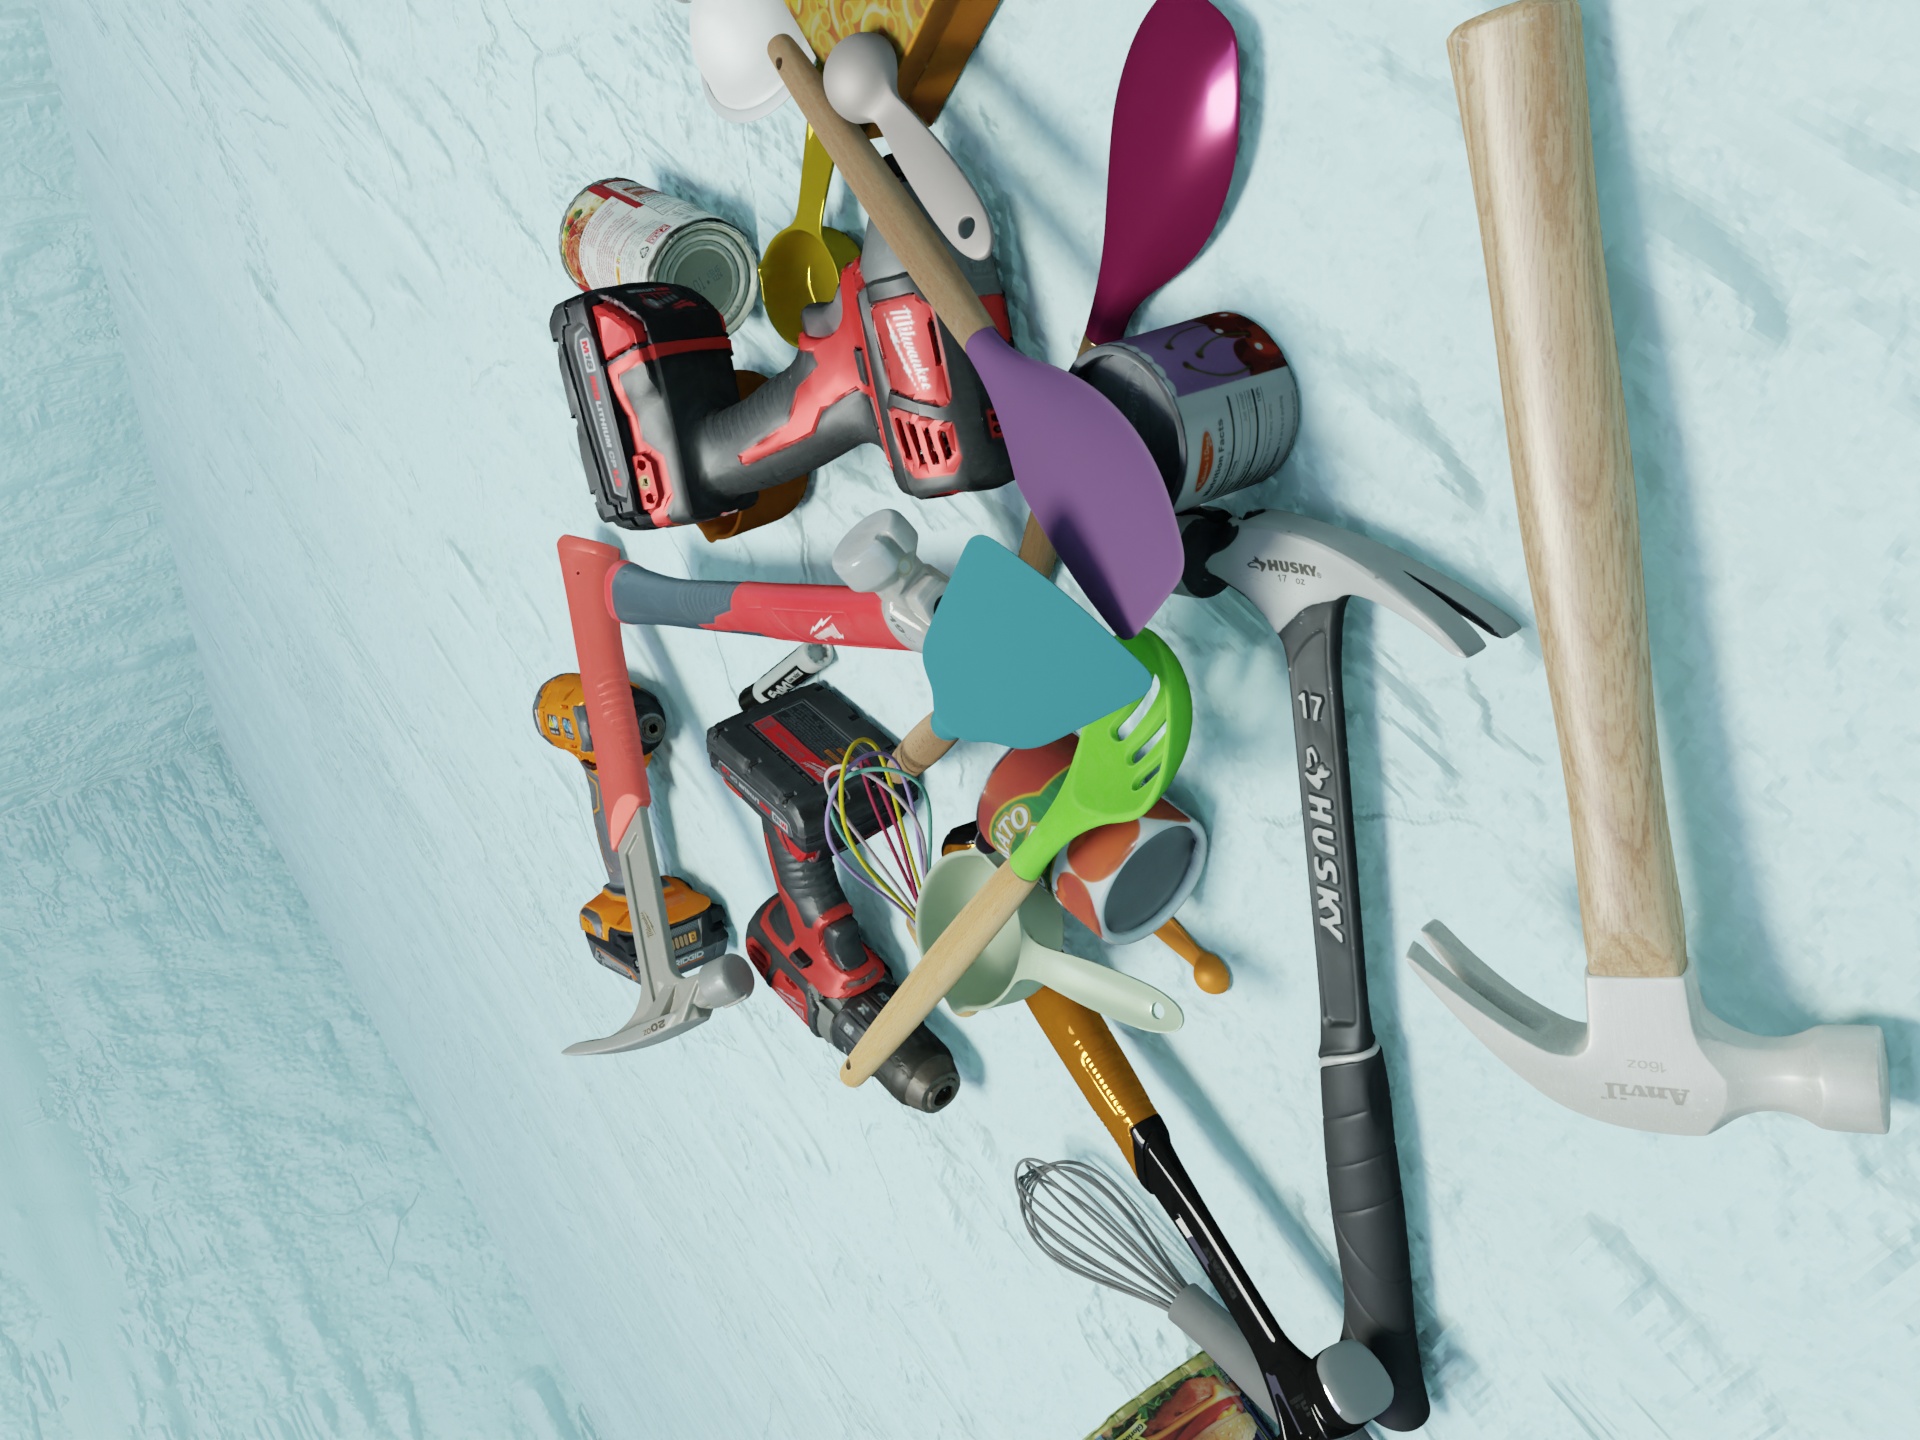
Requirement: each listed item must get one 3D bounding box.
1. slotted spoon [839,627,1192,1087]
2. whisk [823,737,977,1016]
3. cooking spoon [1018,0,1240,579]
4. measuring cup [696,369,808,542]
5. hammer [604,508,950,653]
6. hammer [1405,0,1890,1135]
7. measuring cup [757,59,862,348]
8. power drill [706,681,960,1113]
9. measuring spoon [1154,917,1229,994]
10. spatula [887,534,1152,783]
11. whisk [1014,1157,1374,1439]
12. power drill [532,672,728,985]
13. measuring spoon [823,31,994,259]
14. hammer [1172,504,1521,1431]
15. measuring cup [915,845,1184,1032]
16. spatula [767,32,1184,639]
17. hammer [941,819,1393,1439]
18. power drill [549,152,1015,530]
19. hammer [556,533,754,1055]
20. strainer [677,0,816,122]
[{"bbox_3d":[0.016,0.076,0.688,0.313,0.031,0.070,-55,39,39],"label":"slotted spoon"},{"bbox_3d":[-0.021,0.089,0.824,0.244,0.051,0.047,69,-178,-51],"label":"whisk"},{"bbox_3d":[0.051,-0.134,0.642,0.069,0.017,0.318,54,148,30],"label":"cooking spoon"},{"bbox_3d":[-0.146,-0.165,0.901,0.174,0.052,0.095,34,137,45],"label":"measuring cup"},{"bbox_3d":[-0.096,-0.049,0.863,0.143,0.038,0.386,48,160,-27],"label":"hammer"},{"bbox_3d":[0.182,-0.035,0.466,0.130,0.031,0.331,-5,102,33],"label":"hammer"},{"bbox_3d":[-0.058,-0.250,0.739,0.062,0.029,0.156,33,124,32],"label":"measuring cup"},{"bbox_3d":[-0.069,0.112,0.943,0.188,0.080,0.226,37,142,41],"label":"power drill"},{"bbox_3d":[0.083,0.089,0.749,0.117,0.011,0.021,42,142,35],"label":"measuring spoon"},{"bbox_3d":[-0.001,-0.002,0.698,0.082,0.044,0.317,40,167,-2],"label":"spatula"},{"bbox_3d":[0.113,0.300,0.811,0.239,0.055,0.055,33,136,38],"label":"whisk"},{"bbox_3d":[-0.245,0.077,1.190,0.164,0.084,0.226,7,111,55],"label":"power drill"},{"bbox_3d":[-0.022,-0.218,0.602,0.034,0.018,0.124,-48,60,31],"label":"measuring spoon"},{"bbox_3d":[0.158,0.117,0.631,0.149,0.036,0.408,17,124,51],"label":"hammer"},{"bbox_3d":[0.047,0.108,0.733,0.168,0.038,0.083,17,103,45],"label":"measuring cup"},{"bbox_3d":[-0.003,-0.164,0.607,0.316,0.018,0.059,59,137,25],"label":"spatula"},{"bbox_3d":[0.079,0.191,0.768,0.337,0.034,0.127,59,150,27],"label":"hammer"},{"bbox_3d":[-0.075,-0.163,0.715,0.220,0.078,0.143,-3,104,34],"label":"power drill"},{"bbox_3d":[-0.236,0.040,1.079,0.149,0.036,0.359,-25,68,27],"label":"hammer"},{"bbox_3d":[-0.131,-0.350,0.757,0.259,0.050,0.087,45,113,42],"label":"strainer"}]
